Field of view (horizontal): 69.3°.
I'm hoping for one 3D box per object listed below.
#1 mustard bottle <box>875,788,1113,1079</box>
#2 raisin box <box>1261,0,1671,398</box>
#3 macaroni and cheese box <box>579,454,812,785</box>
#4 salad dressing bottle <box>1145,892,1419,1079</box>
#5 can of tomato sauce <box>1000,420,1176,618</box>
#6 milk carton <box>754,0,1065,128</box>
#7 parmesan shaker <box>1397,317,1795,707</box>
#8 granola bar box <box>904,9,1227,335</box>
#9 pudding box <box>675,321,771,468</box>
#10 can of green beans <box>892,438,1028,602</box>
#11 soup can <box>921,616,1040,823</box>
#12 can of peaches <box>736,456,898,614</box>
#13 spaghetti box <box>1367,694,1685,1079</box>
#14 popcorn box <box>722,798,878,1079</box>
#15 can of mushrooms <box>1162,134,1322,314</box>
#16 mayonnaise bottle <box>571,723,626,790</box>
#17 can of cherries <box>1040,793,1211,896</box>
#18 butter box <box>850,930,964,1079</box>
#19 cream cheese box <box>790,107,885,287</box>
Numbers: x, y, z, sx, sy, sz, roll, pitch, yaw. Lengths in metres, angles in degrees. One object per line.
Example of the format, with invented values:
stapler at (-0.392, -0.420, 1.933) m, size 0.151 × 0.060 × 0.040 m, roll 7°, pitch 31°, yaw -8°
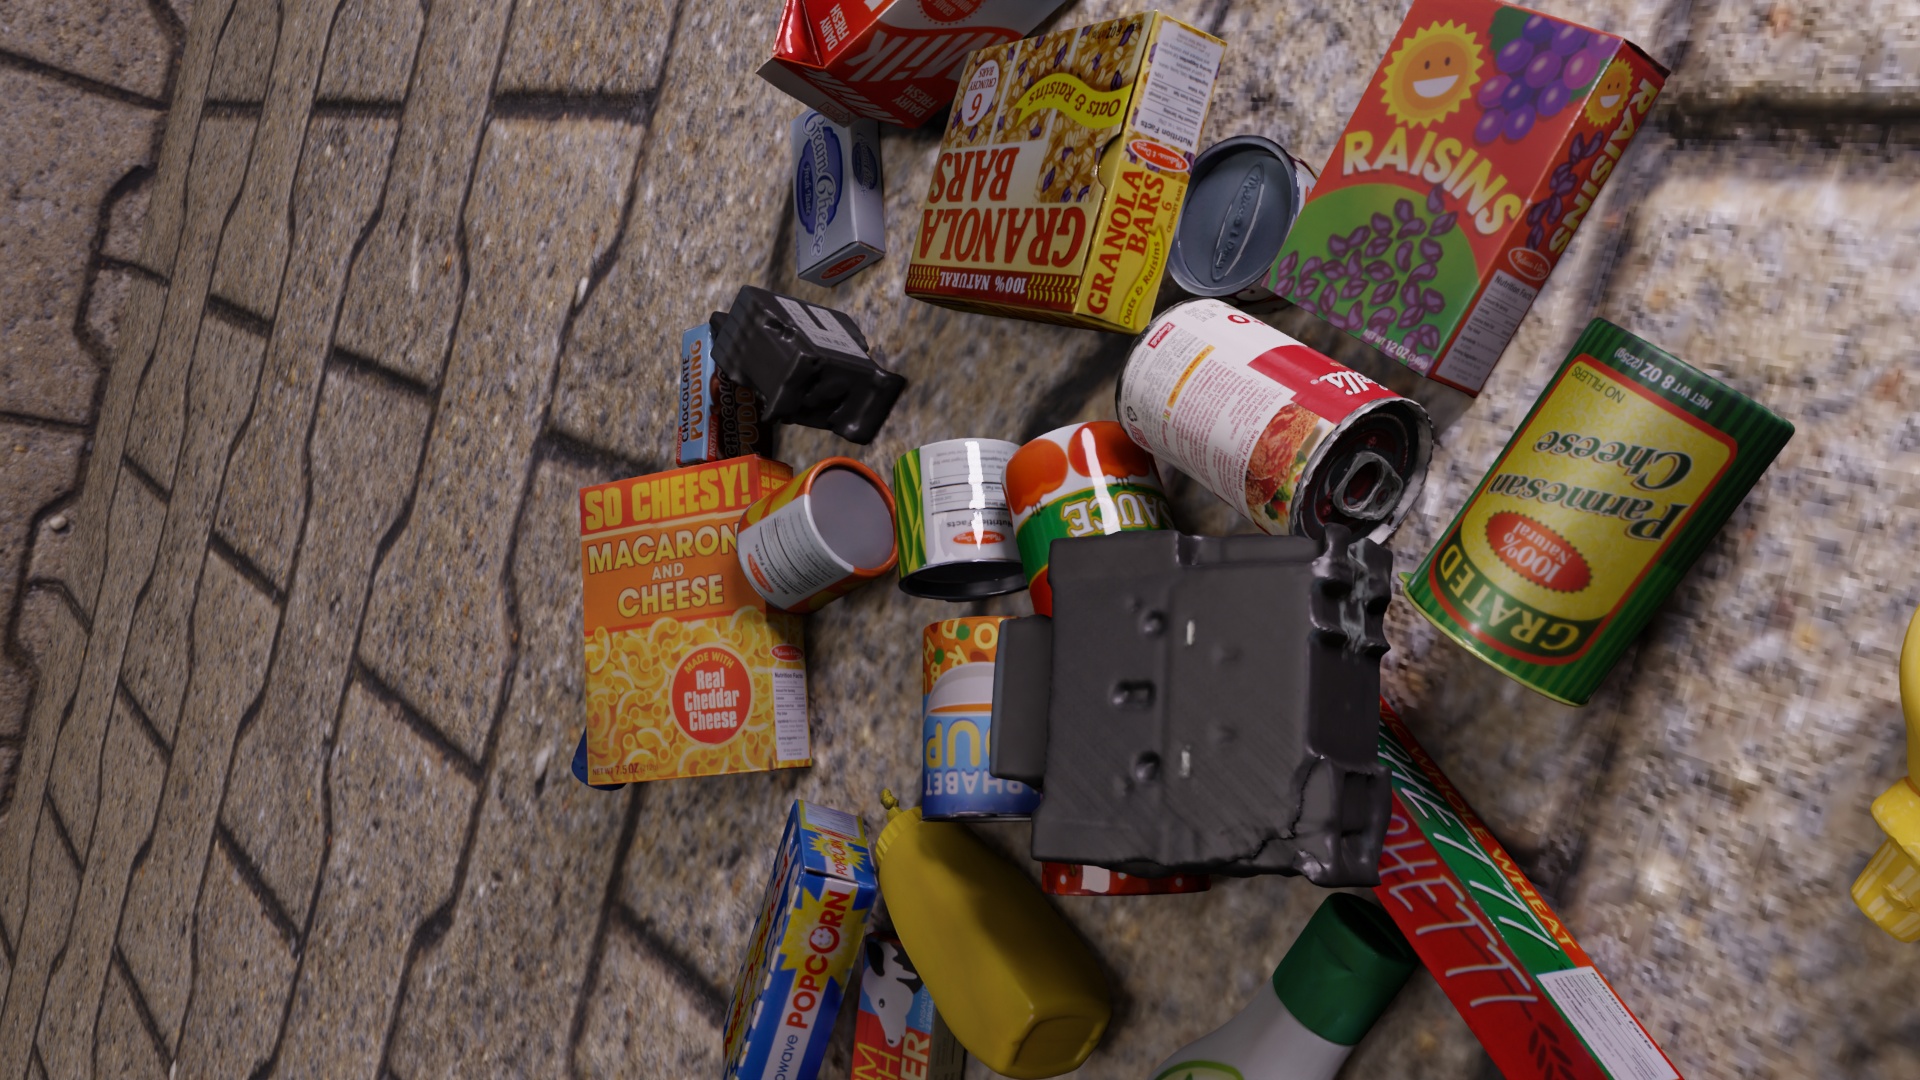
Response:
mustard bottle at (0.001, 0.160, 0.603) m, size 0.161 × 0.065 × 0.048 m, roll 45°, pitch 112°, yaw 50°
raisin box at (0.176, -0.126, 0.496) m, size 0.086 × 0.040 × 0.123 m, roll 43°, pitch 114°, yaw 44°
macaroni and cheese box at (-0.147, 0.046, 0.762) m, size 0.123 × 0.040 × 0.166 m, roll -9°, pitch 79°, yaw 25°
salad dressing bottle at (0.107, 0.192, 0.494) m, size 0.064 × 0.044 × 0.147 m, roll 45°, pitch 113°, yaw 41°
can of tomato sauce at (0.058, 0.001, 0.571) m, size 0.071 × 0.071 × 0.083 m, roll -34°, pitch 58°, yaw 37°
milk carton at (-0.014, -0.277, 0.689) m, size 0.190 × 0.072 × 0.074 m, roll -33°, pitch 59°, yaw 28°
parmesan shaker at (0.193, -0.011, 0.431) m, size 0.071 × 0.071 × 0.102 m, roll 46°, pitch 115°, yaw 42°
granola bar box at (0.038, -0.161, 0.621) m, size 0.165 × 0.039 × 0.124 m, roll 24°, pitch 100°, yaw 61°
pudding box at (-0.137, -0.081, 0.807) m, size 0.030 × 0.050 × 0.084 m, roll -10°, pitch 74°, yaw 44°
can of green beans at (0.003, -0.009, 0.632) m, size 0.071 × 0.071 × 0.058 m, roll -20°, pitch 67°, yaw 43°
soup can at (0.015, 0.078, 0.596) m, size 0.071 × 0.071 × 0.084 m, roll -14°, pitch 72°, yaw 44°
can of peaches at (-0.070, -0.004, 0.710) m, size 0.058 × 0.071 × 0.071 m, roll -28°, pitch 62°, yaw 40°
spaghetti box at (0.165, 0.121, 0.444) m, size 0.028 × 0.050 × 0.251 m, roll -51°, pitch 49°, yaw 25°
popcorn box at (-0.079, 0.201, 0.667) m, size 0.085 × 0.038 × 0.126 m, roll -131°, pitch 58°, yaw -76°
can of mushrooms at (0.115, -0.128, 0.563) m, size 0.071 × 0.033 × 0.071 m, roll -11°, pitch 74°, yaw 45°
mayonnaise bottle at (-0.194, 0.081, 0.840) m, size 0.065 × 0.041 × 0.147 m, roll 38°, pitch 110°, yaw 39°
can of cherries at (0.064, 0.107, 0.540) m, size 0.071 × 0.071 × 0.058 m, roll -13°, pitch 73°, yaw 45°
butter box at (-0.024, 0.236, 0.638) m, size 0.053 × 0.024 × 0.103 m, roll -1°, pitch 81°, yaw 46°
cream cheese box at (-0.070, -0.200, 0.782) m, size 0.053 × 0.024 × 0.104 m, roll -19°, pitch 68°, yaw 42°
